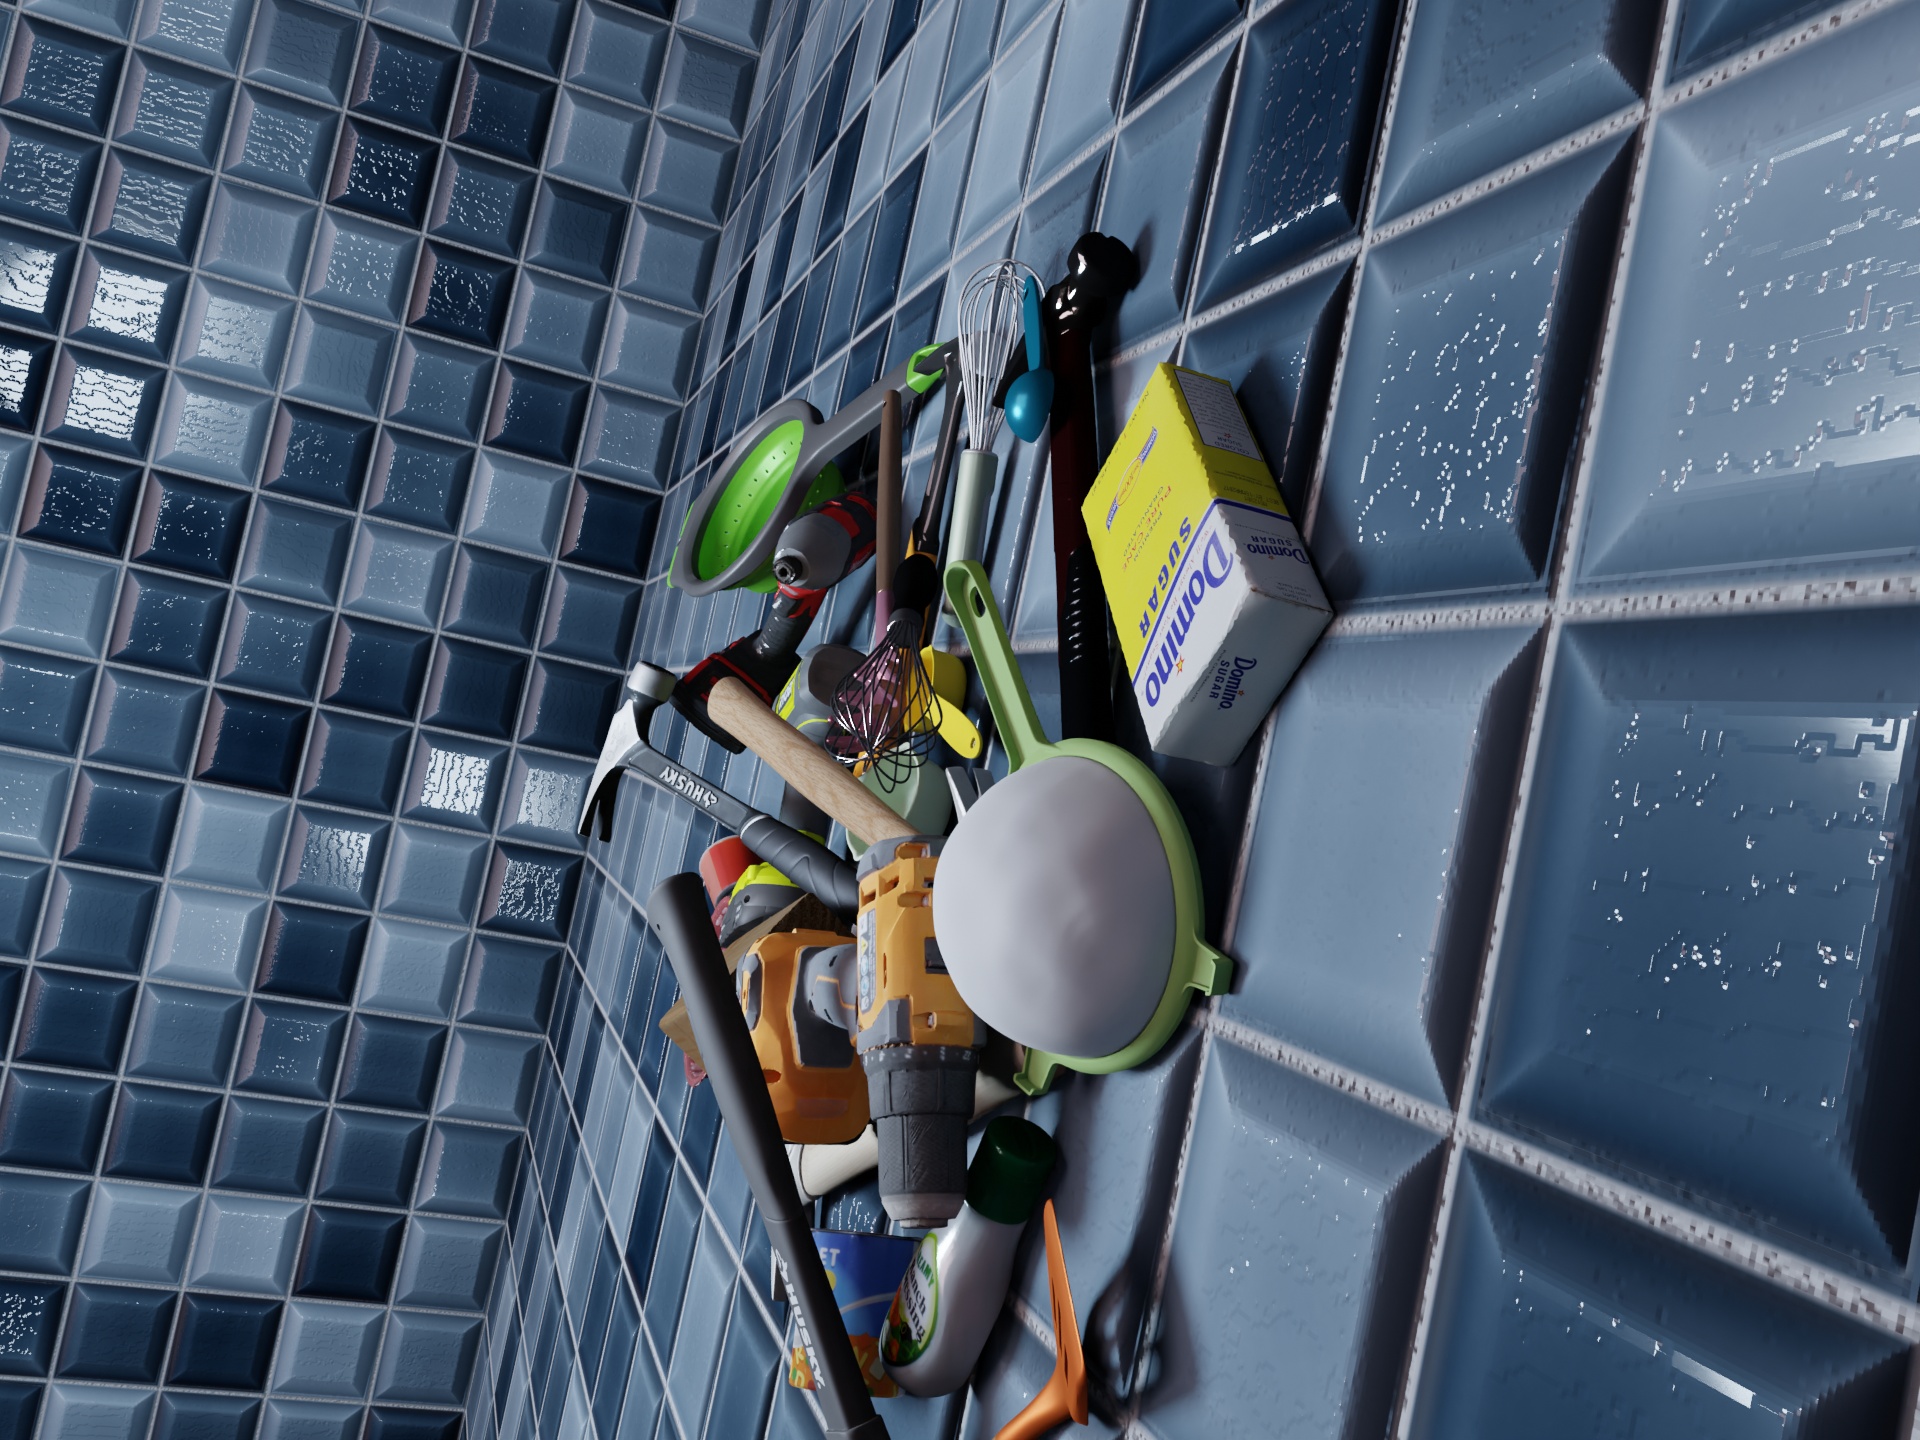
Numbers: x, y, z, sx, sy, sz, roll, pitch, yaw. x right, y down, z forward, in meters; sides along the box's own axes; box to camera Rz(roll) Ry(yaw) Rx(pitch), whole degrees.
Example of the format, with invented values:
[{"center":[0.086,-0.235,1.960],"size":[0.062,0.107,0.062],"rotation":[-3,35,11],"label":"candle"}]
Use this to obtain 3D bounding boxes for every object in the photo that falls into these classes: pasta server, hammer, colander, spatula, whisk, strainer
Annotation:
[{"center":[-0.057,-0.113,1.120],"size":[0.060,0.040,0.316],"rotation":[-33,46,43],"label":"pasta server"},{"center":[-0.092,0.235,0.801],"size":[0.146,0.035,0.335],"rotation":[-44,64,57],"label":"hammer"},{"center":[-0.110,-0.208,1.394],"size":[0.397,0.094,0.205],"rotation":[-26,43,45],"label":"colander"},{"center":[-0.033,-0.110,1.157],"size":[0.127,0.034,0.337],"rotation":[-171,94,-71],"label":"hammer"},{"center":[0.006,0.344,0.733],"size":[0.081,0.041,0.322],"rotation":[-101,29,-49],"label":"spatula"},{"center":[0.058,-0.084,0.866],"size":[0.143,0.038,0.387],"rotation":[125,151,-52],"label":"hammer"},{"center":[-0.037,-0.042,0.981],"size":[0.285,0.070,0.070],"rotation":[-81,12,-62],"label":"whisk"},{"center":[0.015,-0.183,1.052],"size":[0.058,0.059,0.246],"rotation":[2,-84,-84],"label":"whisk"},{"center":[-0.162,0.078,1.164],"size":[0.409,0.036,0.149],"rotation":[25,91,47],"label":"hammer"},{"center":[-0.074,0.045,1.002],"size":[0.332,0.031,0.130],"rotation":[35,112,47],"label":"hammer"},{"center":[-0.037,0.247,0.930],"size":[0.410,0.038,0.146],"rotation":[134,143,-57],"label":"hammer"},{"center":[0.018,0.037,0.721],"size":[0.151,0.069,0.257],"rotation":[-42,58,46],"label":"strainer"}]

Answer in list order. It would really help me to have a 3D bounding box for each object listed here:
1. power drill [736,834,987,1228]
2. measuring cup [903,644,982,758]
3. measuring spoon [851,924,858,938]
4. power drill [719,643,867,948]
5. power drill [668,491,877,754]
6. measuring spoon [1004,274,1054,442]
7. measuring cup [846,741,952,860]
[{"center":[-0.052,0.176,0.839],"size":[0.226,0.084,0.185],"rotation":[141,132,-57],"label":"power drill"},{"center":[-0.002,-0.003,1.009],"size":[0.157,0.029,0.062],"rotation":[-134,59,-65],"label":"measuring cup"},{"center":[-0.064,0.143,1.121],"size":[0.034,0.018,0.124],"rotation":[-100,22,-46],"label":"measuring spoon"},{"center":[-0.130,0.070,1.262],"size":[0.190,0.080,0.229],"rotation":[135,146,-65],"label":"power drill"},{"center":[-0.148,-0.083,1.308],"size":[0.219,0.078,0.143],"rotation":[-54,-4,31],"label":"power drill"},{"center":[0.035,-0.215,0.922],"size":[0.042,0.021,0.129],"rotation":[122,153,-51],"label":"measuring spoon"},{"center":[-0.059,0.054,1.068],"size":[0.168,0.038,0.083],"rotation":[11,76,60],"label":"measuring cup"}]
